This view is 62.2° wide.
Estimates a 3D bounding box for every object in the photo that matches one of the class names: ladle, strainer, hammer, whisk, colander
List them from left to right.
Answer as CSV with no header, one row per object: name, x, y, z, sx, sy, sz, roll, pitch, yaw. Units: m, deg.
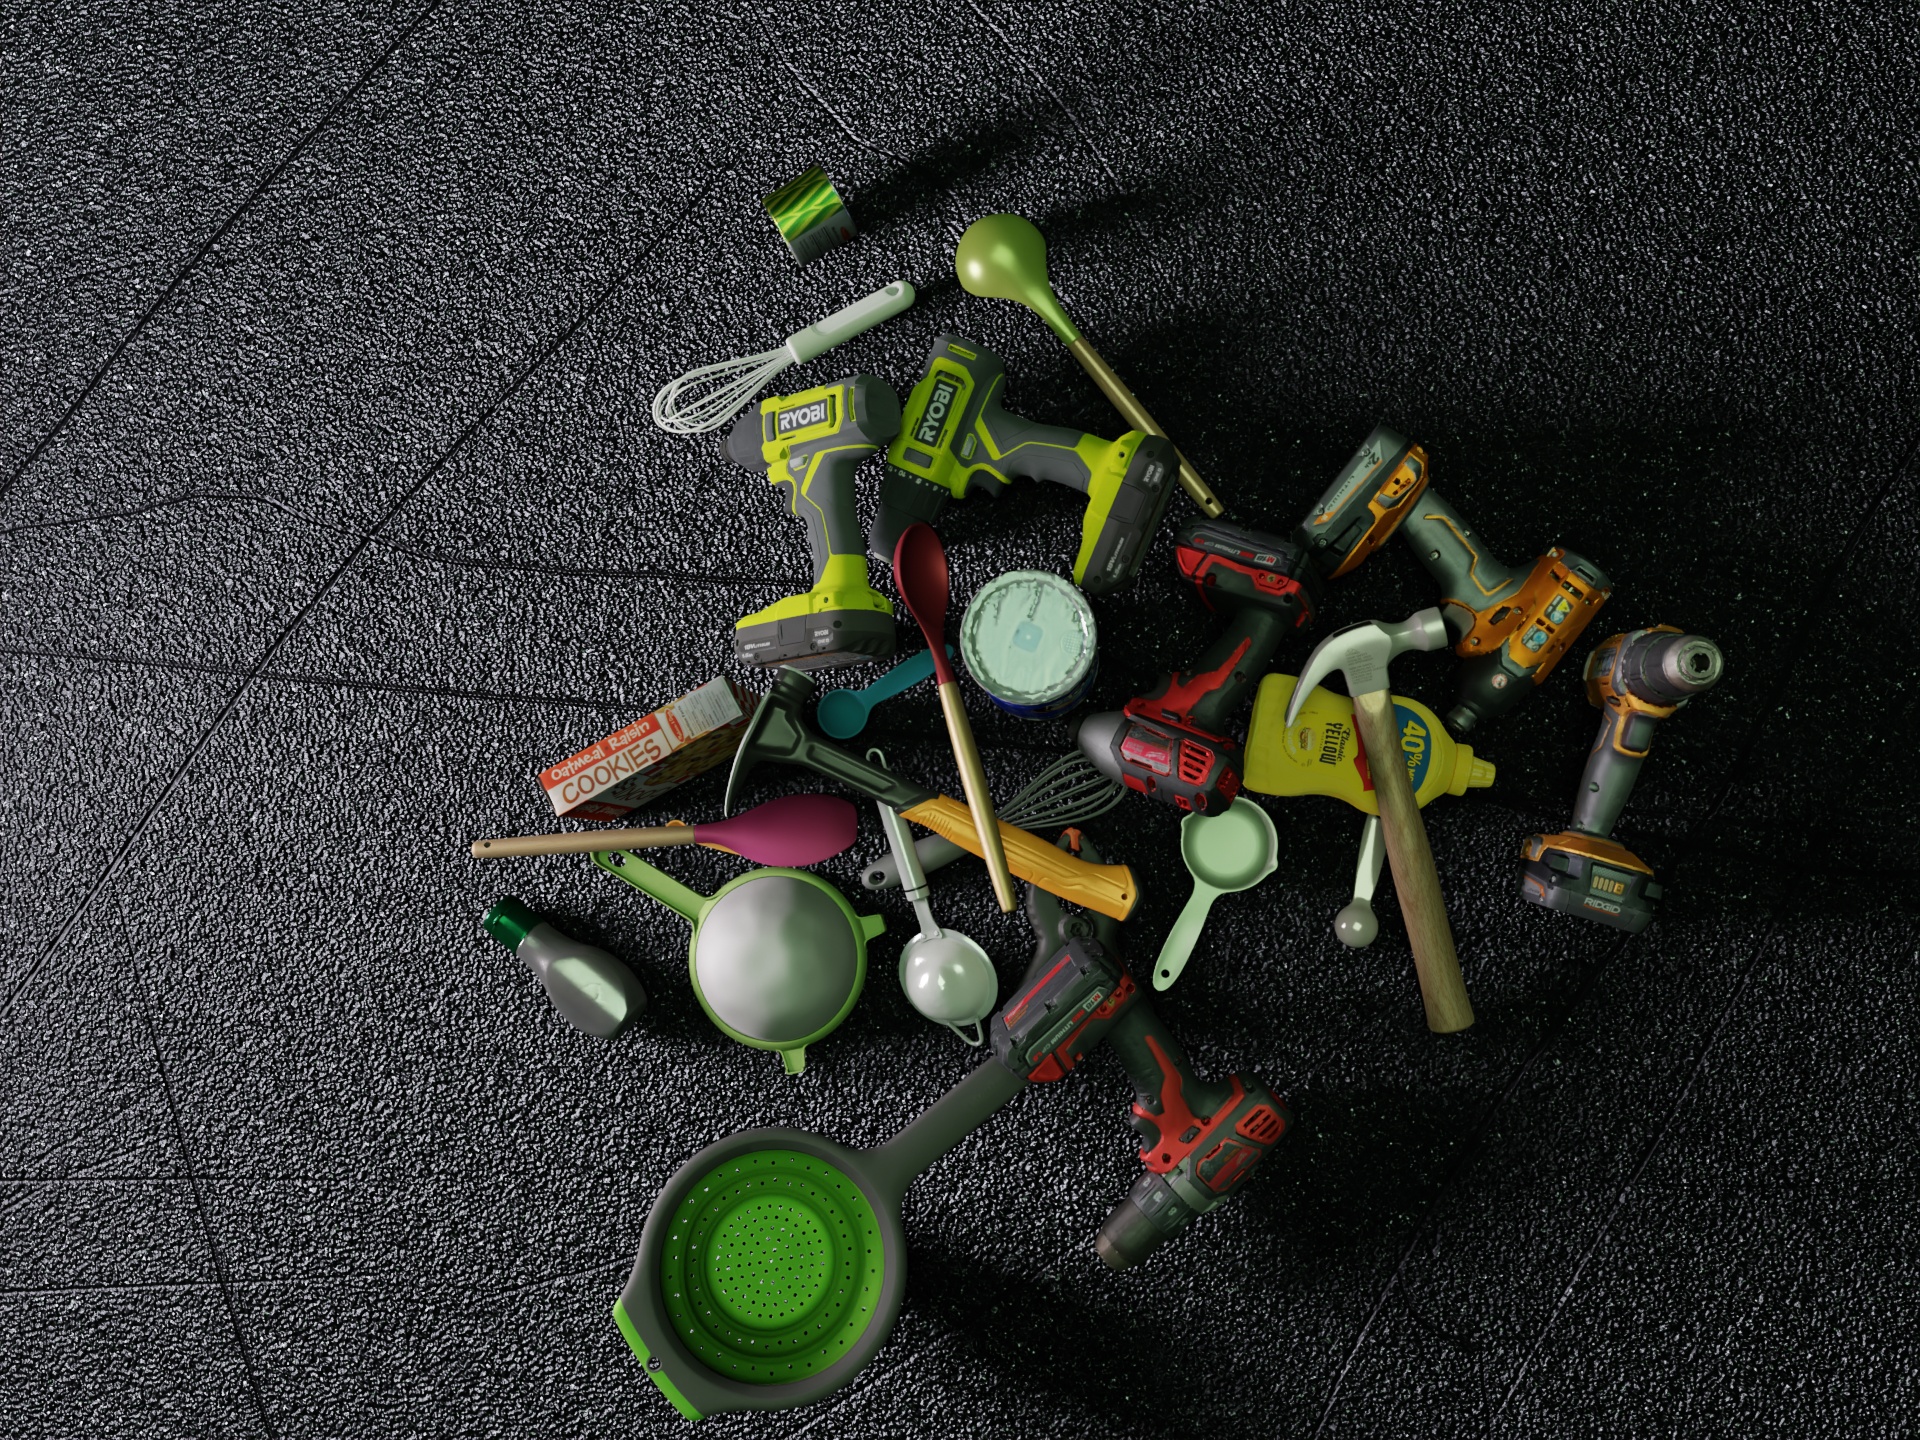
strainer,-0.199,0.168,1.297,0.256,0.069,0.151,30,89,6
whisk,-0.149,-0.310,1.349,0.246,0.059,0.058,-28,55,-1
colander,-0.084,0.378,1.267,0.397,0.094,0.204,-36,82,-16
strainer,-0.034,0.146,1.275,0.087,0.050,0.258,-17,92,26
hammer,-0.016,0.082,1.245,0.337,0.034,0.127,25,81,-3
ladle,-0.002,-0.004,1.236,0.031,0.069,0.315,-23,74,32
whisk,0.026,0.084,1.294,0.239,0.055,0.055,-24,83,8
ladle,0.112,-0.293,1.328,0.078,0.062,0.320,-40,89,0
hammer,0.339,0.086,1.225,0.130,0.031,0.331,-14,100,11

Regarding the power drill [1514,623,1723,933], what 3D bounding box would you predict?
power drill,0.495,0.039,1.183,0.084,0.185,0.226,16,90,5

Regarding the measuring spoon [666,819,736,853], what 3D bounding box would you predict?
measuring spoon,-0.190,0.101,1.334,0.117,0.011,0.021,9,87,3

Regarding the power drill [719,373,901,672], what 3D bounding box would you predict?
power drill,-0.127,-0.157,1.302,0.171,0.080,0.223,-8,81,35

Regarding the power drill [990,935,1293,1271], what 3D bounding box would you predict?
power drill,0.123,0.301,1.233,0.226,0.080,0.188,44,91,-9

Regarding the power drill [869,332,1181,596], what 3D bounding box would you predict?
power drill,0.046,-0.188,1.299,0.228,0.080,0.190,24,98,11

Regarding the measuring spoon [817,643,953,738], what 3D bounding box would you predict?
measuring spoon,-0.061,-0.026,1.331,0.128,0.021,0.042,-31,82,-7

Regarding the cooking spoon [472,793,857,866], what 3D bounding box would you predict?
cooking spoon,-0.244,0.096,1.313,0.319,0.017,0.069,-4,56,1

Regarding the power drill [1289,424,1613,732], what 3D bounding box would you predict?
power drill,0.376,-0.108,1.260,0.226,0.084,0.164,38,90,4

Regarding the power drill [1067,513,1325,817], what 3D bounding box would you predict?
power drill,0.182,-0.043,1.244,0.143,0.078,0.220,21,77,31

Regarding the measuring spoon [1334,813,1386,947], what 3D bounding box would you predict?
measuring spoon,0.327,0.121,1.274,0.034,0.018,0.124,12,85,7

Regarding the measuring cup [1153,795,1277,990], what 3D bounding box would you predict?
measuring cup,0.195,0.140,1.277,0.083,0.038,0.167,26,90,7
